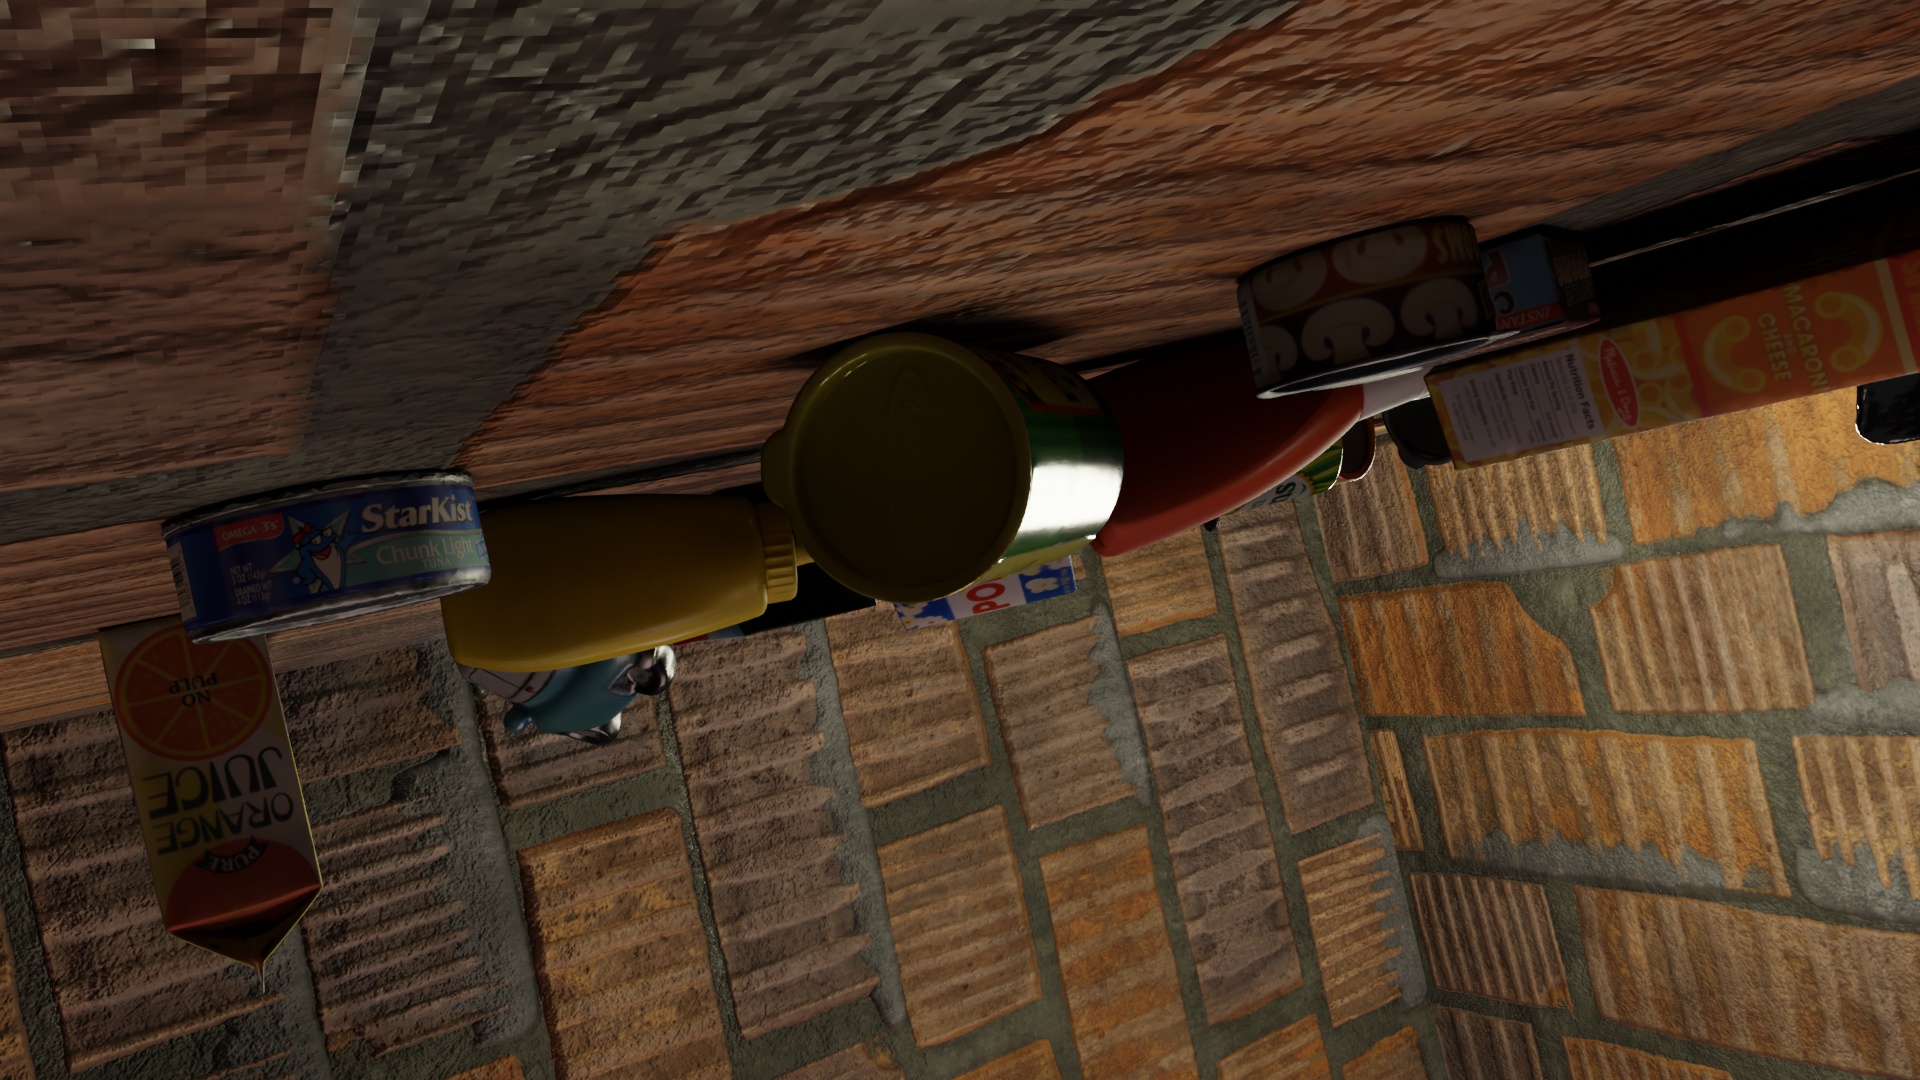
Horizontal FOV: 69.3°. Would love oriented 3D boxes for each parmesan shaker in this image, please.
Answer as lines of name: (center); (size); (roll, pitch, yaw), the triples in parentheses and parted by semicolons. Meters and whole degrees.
parmesan shaker: (0.000, -0.022, 0.386); (0.071, 0.071, 0.103); (-13, 180, 20)

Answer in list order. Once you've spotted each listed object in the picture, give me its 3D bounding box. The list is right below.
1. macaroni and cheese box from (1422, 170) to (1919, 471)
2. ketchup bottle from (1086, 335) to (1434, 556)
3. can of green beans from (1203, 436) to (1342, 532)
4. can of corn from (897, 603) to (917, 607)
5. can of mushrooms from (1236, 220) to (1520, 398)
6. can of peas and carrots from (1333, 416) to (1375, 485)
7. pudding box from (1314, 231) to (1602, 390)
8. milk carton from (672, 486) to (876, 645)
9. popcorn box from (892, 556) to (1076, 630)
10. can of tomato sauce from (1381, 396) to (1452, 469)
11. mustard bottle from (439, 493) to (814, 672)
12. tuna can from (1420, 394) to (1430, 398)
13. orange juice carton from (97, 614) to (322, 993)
macaroni and cheese box: (0.263, -0.078, 0.477); (0.166, 0.040, 0.124); (-13, -165, 41)
ketchup bottle: (0.107, -0.048, 0.513); (0.149, 0.065, 0.043); (-21, 158, -10)
can of green beans: (0.126, -0.046, 0.608); (0.058, 0.071, 0.071); (-13, 179, -10)
can of corn: (-0.005, -0.016, 0.486); (0.058, 0.071, 0.071); (-14, 178, 37)
can of mushrooms: (0.113, -0.063, 0.381); (0.071, 0.033, 0.071); (-12, 179, 0)
can of peas and carrots: (0.214, -0.062, 0.856); (0.071, 0.071, 0.058); (-12, 178, -40)
pudding box: (0.158, -0.074, 0.453); (0.083, 0.030, 0.050); (-13, 180, 37)
milk carton: (-0.122, 0.015, 0.779); (0.072, 0.073, 0.190); (-13, 180, -28)
popcorn box: (0.002, -0.008, 0.611); (0.085, 0.038, 0.126); (-12, 153, 4)
can of tomato sauce: (0.289, -0.079, 0.776); (0.083, 0.071, 0.071); (-13, 179, -30)
mustard bottle: (-0.115, 0.012, 0.538); (0.160, 0.065, 0.049); (-7, -179, -13)
tuna can: (0.202, -0.081, 0.618); (0.071, 0.033, 0.071); (-12, 179, 0)
orange juice carton: (-0.382, 0.134, 0.716); (0.073, 0.192, 0.071); (-13, 178, -31)
